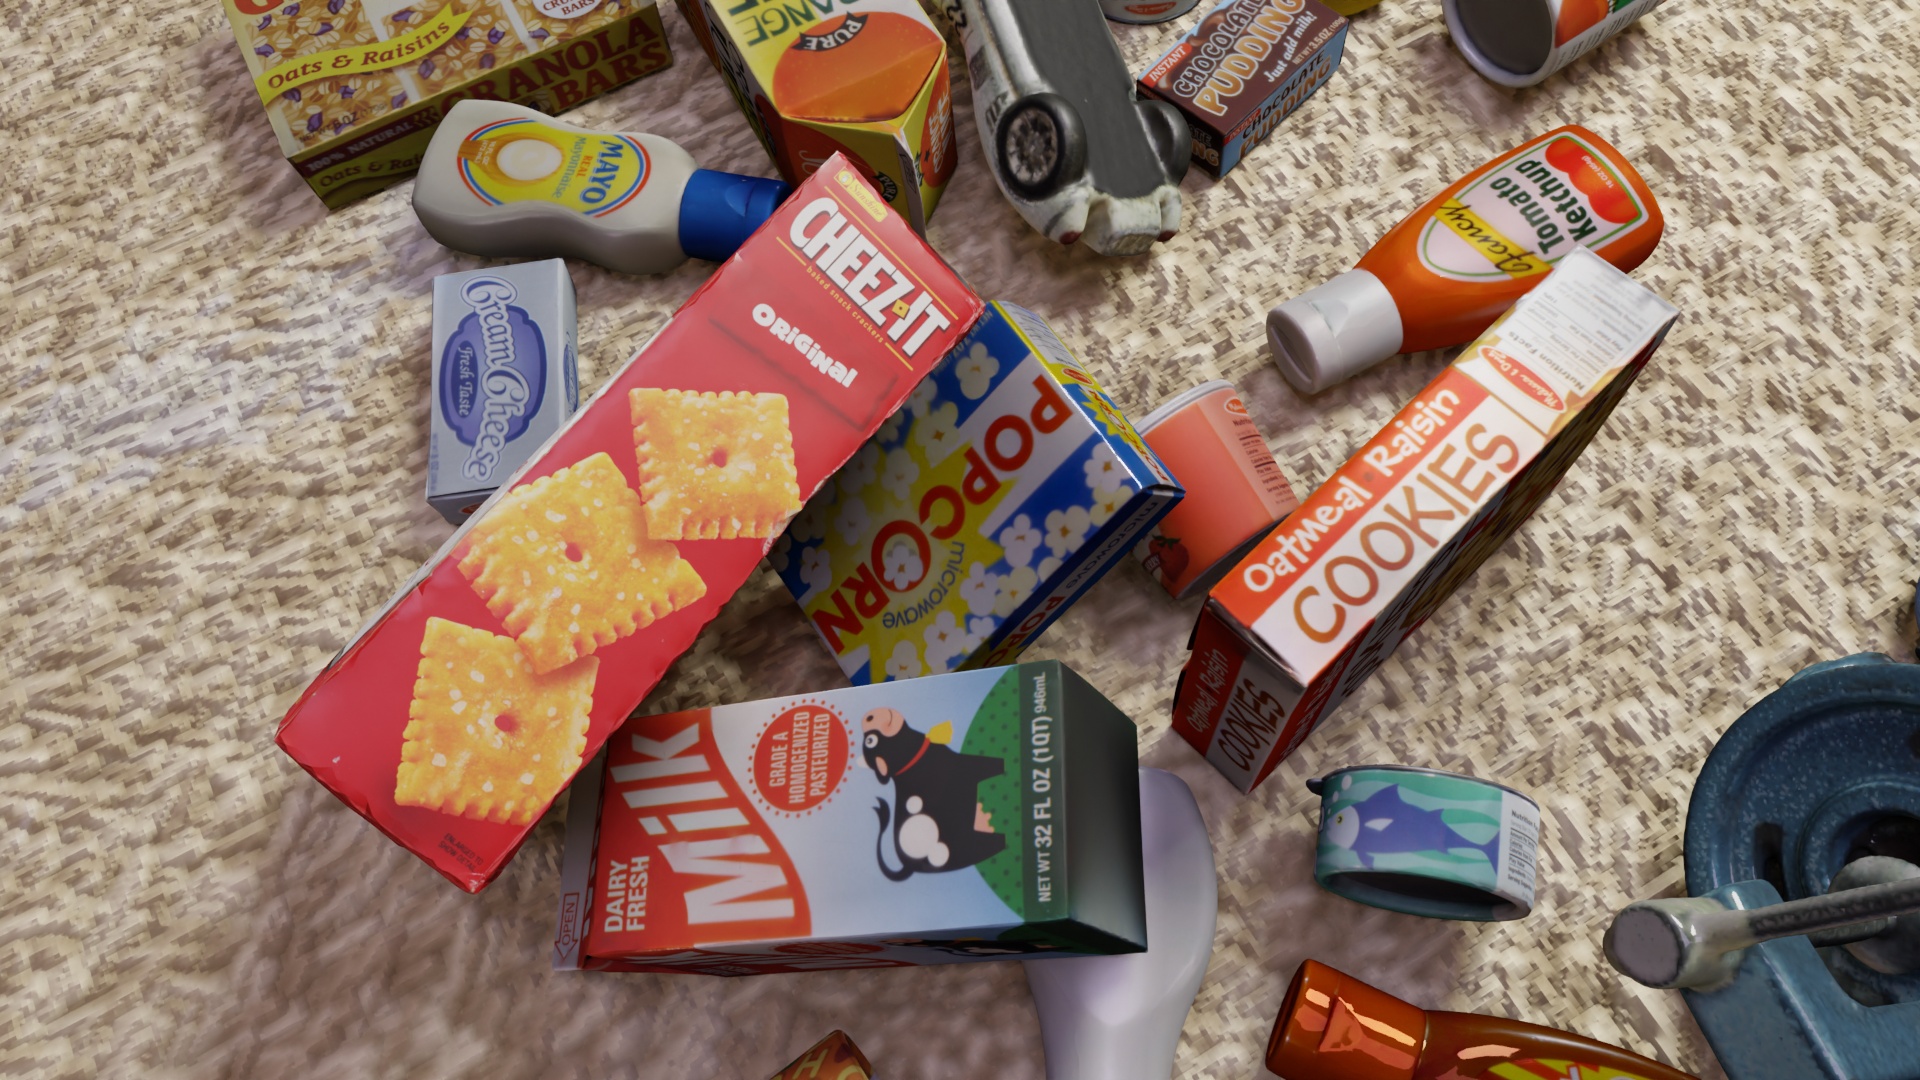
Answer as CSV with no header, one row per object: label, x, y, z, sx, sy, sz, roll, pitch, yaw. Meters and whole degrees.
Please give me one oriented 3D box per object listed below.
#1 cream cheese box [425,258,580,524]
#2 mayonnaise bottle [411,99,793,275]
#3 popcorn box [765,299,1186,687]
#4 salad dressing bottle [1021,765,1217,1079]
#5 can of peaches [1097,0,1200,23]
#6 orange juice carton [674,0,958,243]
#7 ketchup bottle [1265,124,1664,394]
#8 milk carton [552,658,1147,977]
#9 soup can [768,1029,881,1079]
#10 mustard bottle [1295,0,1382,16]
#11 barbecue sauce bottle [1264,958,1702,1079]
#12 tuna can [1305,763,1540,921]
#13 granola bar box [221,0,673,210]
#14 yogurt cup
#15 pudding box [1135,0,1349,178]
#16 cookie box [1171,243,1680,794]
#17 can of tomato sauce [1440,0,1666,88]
cream cheese box,-0.178,-0.060,0.543,0.053,0.024,0.104,-8,66,-1
mayonnaise bottle,-0.143,-0.140,0.568,0.148,0.041,0.065,11,68,8
popcorn box,0.002,-0.006,0.467,0.126,0.038,0.085,-46,67,22
salad dressing bottle,0.046,0.146,0.429,0.064,0.044,0.148,3,67,6
can of peaches,0.080,-0.274,0.608,0.071,0.058,0.071,-1,66,3
orange juice carton,-0.059,-0.203,0.576,0.073,0.071,0.193,-27,67,-8
ketchup bottle,0.190,-0.103,0.534,0.149,0.043,0.065,-27,68,-9
milk carton,-0.045,0.092,0.425,0.190,0.073,0.072,-10,65,22
soup can,-0.051,0.192,0.397,0.084,0.071,0.071,-35,69,-12
mustard bottle,0.141,-0.305,0.624,0.065,0.048,0.161,-20,67,-9
barbecue sauce bottle,0.167,0.172,0.411,0.149,0.043,0.065,22,70,13
tuna can,0.142,0.095,0.435,0.071,0.071,0.033,10,68,7
granola bar box,-0.229,-0.233,0.616,0.166,0.039,0.124,-27,68,-9
yogurt cup,0.083,-0.016,0.490,0.072,0.072,0.054,-32,76,-11
pudding box,0.118,-0.198,0.587,0.050,0.030,0.084,41,73,19
cookie box,0.141,-0.001,0.446,0.168,0.122,0.040,-41,69,-14
can of tomato sauce,0.253,-0.239,0.579,0.083,0.071,0.071,-33,69,-11
